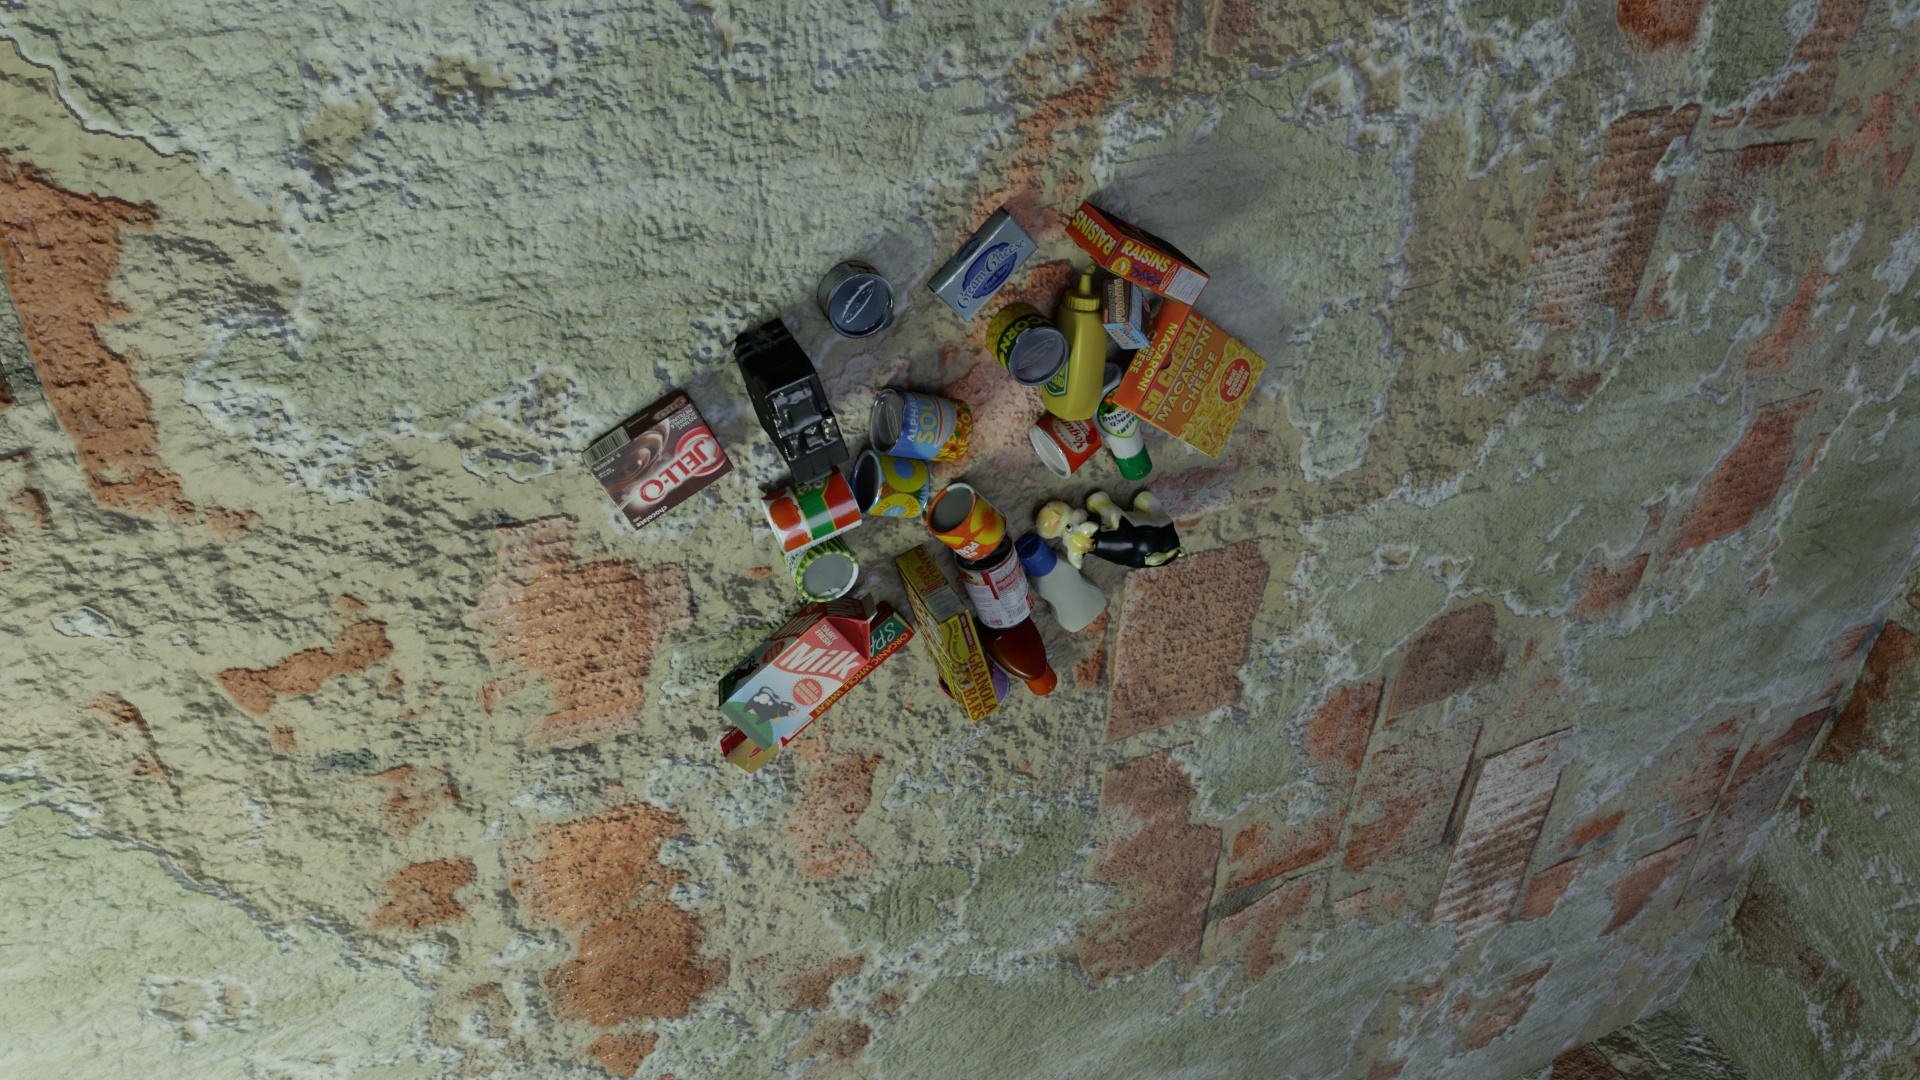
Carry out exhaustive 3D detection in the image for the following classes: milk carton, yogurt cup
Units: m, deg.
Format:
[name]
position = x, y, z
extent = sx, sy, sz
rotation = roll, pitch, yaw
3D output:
[milk carton]
position = -0.163, 0.127, 1.477
extent = 0.190, 0.072, 0.073
rotation = -41, 109, 3
[yogurt cup]
position = 0.114, -0.107, 1.481
extent = 0.054, 0.072, 0.072
rotation = -36, 134, -12

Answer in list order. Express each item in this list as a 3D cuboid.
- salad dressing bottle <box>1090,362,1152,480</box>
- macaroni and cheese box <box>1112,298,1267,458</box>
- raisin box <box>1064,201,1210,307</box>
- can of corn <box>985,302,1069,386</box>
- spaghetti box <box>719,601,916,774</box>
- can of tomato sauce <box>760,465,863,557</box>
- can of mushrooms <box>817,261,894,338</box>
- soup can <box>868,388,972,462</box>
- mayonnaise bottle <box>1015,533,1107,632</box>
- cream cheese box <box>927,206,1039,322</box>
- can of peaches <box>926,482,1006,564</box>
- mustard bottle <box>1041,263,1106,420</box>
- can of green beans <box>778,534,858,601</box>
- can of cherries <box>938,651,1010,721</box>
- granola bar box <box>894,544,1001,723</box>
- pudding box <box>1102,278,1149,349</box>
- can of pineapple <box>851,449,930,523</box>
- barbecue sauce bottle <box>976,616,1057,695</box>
[salad dressing bottle]
position = 0.173, -0.127, 1.512
extent = 0.064, 0.044, 0.147
rotation = -36, 134, -8
[macaroni and cheese box]
position = 0.250, -0.172, 1.494
extent = 0.166, 0.040, 0.123
rotation = 21, 98, -47
[raisin box]
position = 0.174, -0.281, 1.369
extent = 0.123, 0.086, 0.040
rotation = 16, 117, -37
[can of corn]
position = 0.065, -0.198, 1.388
extent = 0.071, 0.058, 0.070
rotation = -15, 130, -19
[spaghetti box]
position = -0.159, 0.164, 1.551
extent = 0.250, 0.029, 0.050
rotation = -41, 133, 3
[can of tomato sauce]
position = -0.149, -0.031, 1.386
extent = 0.083, 0.071, 0.070
rotation = -25, 132, -10
[can of mushrooms]
position = -0.096, -0.223, 1.295
extent = 0.071, 0.033, 0.070
rotation = -15, 129, -20
[soup can]
position = -0.038, -0.115, 1.384
extent = 0.084, 0.071, 0.071
rotation = 5, 121, -33
[mayonnaise bottle]
position = 0.113, 0.046, 1.610
extent = 0.065, 0.041, 0.147
rotation = -41, 132, 2
[cream cheese box]
position = 0.022, -0.264, 1.337
extent = 0.103, 0.024, 0.053
rotation = -45, 132, 7
[can of peaches]
position = 0.005, -0.019, 1.480
extent = 0.071, 0.071, 0.058
rotation = -44, 132, 6
[mustard bottle]
position = 0.119, -0.204, 1.414
extent = 0.049, 0.065, 0.159
rotation = -10, 120, -28
[can of green beans]
position = -0.146, 0.021, 1.432
extent = 0.071, 0.058, 0.071
rotation = -15, 129, -19
[can of cherries]
position = 0.016, 0.167, 1.623
extent = 0.071, 0.072, 0.058
rotation = -39, 133, 2
[granola bar box]
position = -0.015, 0.103, 1.522
extent = 0.039, 0.124, 0.164
rotation = -26, 132, -9
[pudding box]
position = 0.168, -0.229, 1.407
extent = 0.083, 0.030, 0.050
rotation = 25, 66, -67
[can of pineapple]
position = -0.071, -0.055, 1.409
extent = 0.058, 0.071, 0.070
rotation = 5, 121, -31
[barbecue sauce bottle]
position = 0.072, 0.132, 1.645
extent = 0.065, 0.044, 0.148
rotation = -54, 138, -18
